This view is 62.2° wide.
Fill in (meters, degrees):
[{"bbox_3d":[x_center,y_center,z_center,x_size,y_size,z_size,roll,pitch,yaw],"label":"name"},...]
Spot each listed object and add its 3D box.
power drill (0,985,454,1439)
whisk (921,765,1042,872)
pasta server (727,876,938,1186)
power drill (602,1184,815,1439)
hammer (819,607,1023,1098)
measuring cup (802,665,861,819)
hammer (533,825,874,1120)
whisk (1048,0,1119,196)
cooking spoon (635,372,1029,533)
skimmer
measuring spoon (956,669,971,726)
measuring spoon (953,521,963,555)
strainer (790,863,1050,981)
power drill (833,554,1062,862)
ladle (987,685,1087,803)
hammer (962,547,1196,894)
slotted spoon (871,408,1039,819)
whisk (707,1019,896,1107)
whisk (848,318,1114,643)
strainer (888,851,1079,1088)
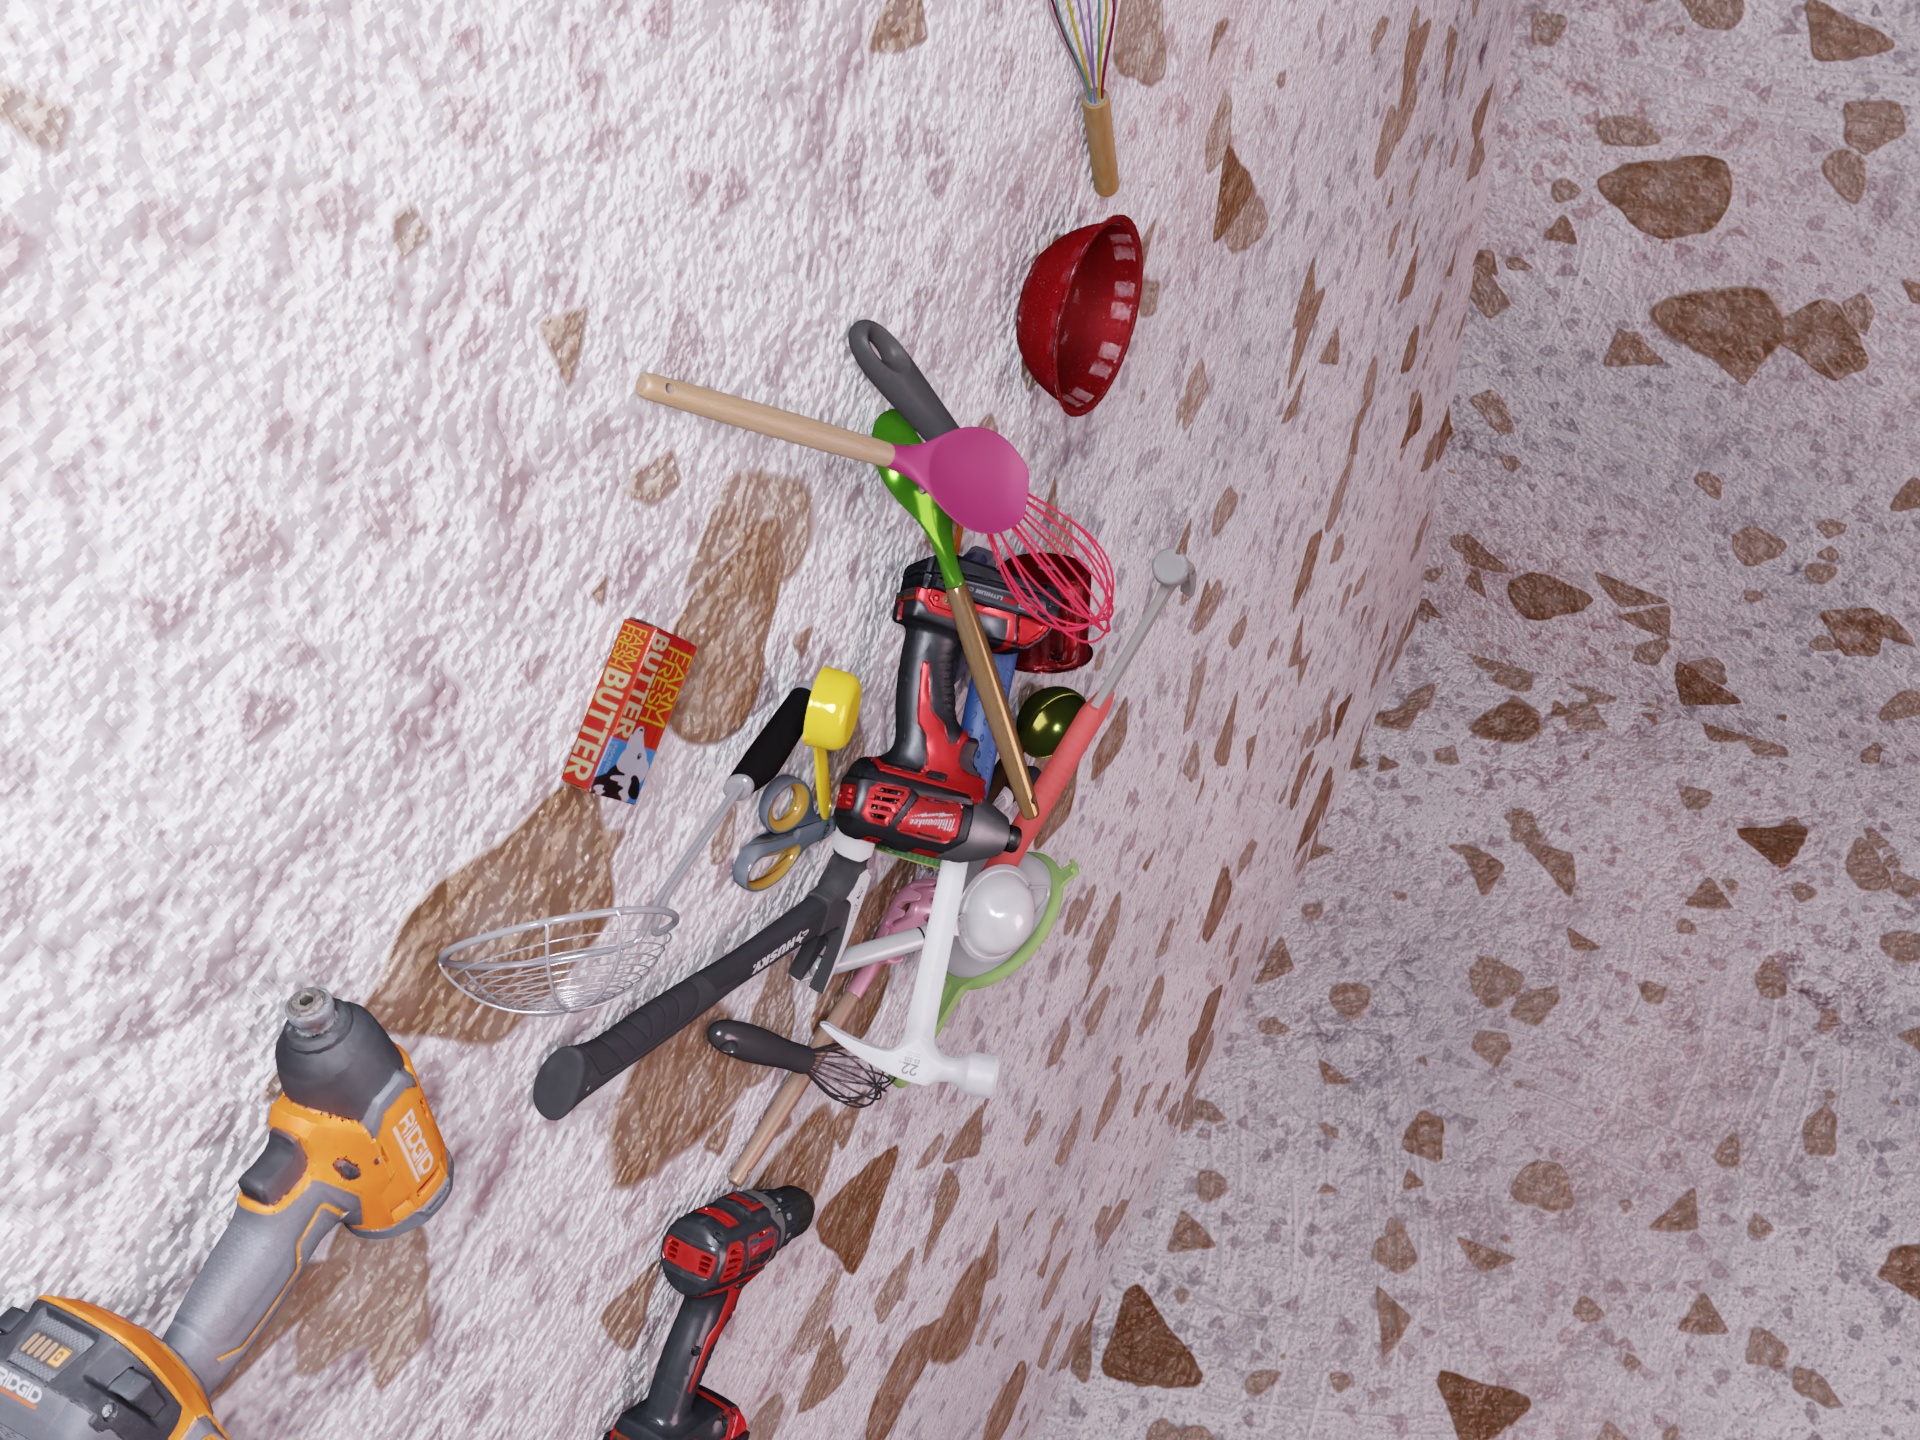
[{"bbox_3d":[-0.335,0.238,0.734,0.227,0.084,0.164,-55,153,-43],"label":"power drill"},{"bbox_3d":[0.026,0.079,1.476,0.284,0.070,0.070,-27,133,-66],"label":"whisk"},{"bbox_3d":[-0.100,0.258,1.351,0.316,0.040,0.060,-56,144,-28],"label":"pasta server"},{"bbox_3d":[-0.192,0.485,1.278,0.187,0.080,0.227,12,94,-68],"label":"power drill"},{"bbox_3d":[-0.004,0.083,1.257,0.035,0.144,0.405,106,-4,-83],"label":"hammer"},{"bbox_3d":[-0.088,0.024,1.131,0.156,0.029,0.062,92,13,-50],"label":"measuring cup"},{"bbox_3d":[-0.171,0.186,1.114,0.335,0.035,0.146,-31,143,-54],"label":"hammer"},{"bbox_3d":[0.101,-0.484,1.200,0.051,0.047,0.244,-64,160,-18],"label":"whisk"},{"bbox_3d":[-0.063,-0.167,0.969,0.318,0.017,0.069,7,89,-47],"label":"cooking spoon"},{"bbox_3d":[-0.177,0.053,0.970,0.090,0.127,0.363,56,33,-19],"label":"skimmer"},{"bbox_3d":[-0.008,-0.001,1.388,0.124,0.018,0.034,-62,159,-4],"label":"measuring spoon"},{"bbox_3d":[-0.011,-0.123,1.283,0.021,0.011,0.116,-45,151,-61],"label":"measuring spoon"},{"bbox_3d":[-0.022,0.180,1.324,0.258,0.050,0.087,-13,106,-27],"label":"strainer"},{"bbox_3d":[-0.002,-0.004,1.198,0.078,0.143,0.220,174,-69,-71],"label":"power drill"},{"bbox_3d":[0.057,0.038,1.425,0.078,0.062,0.320,-62,176,22],"label":"ladle"},{"bbox_3d":[0.106,0.014,1.409,0.359,0.037,0.149,-59,169,0],"label":"hammer"},{"bbox_3d":[0.006,-0.073,1.140,0.070,0.031,0.313,-30,108,-41],"label":"slotted spoon"},{"bbox_3d":[-0.122,0.267,1.256,0.238,0.055,0.055,35,75,-54],"label":"whisk"},{"bbox_3d":[0.018,-0.161,1.102,0.295,0.073,0.073,48,59,-28],"label":"whisk"},{"bbox_3d":[-0.009,0.209,1.448,0.069,0.151,0.256,45,65,-27],"label":"strainer"}]
